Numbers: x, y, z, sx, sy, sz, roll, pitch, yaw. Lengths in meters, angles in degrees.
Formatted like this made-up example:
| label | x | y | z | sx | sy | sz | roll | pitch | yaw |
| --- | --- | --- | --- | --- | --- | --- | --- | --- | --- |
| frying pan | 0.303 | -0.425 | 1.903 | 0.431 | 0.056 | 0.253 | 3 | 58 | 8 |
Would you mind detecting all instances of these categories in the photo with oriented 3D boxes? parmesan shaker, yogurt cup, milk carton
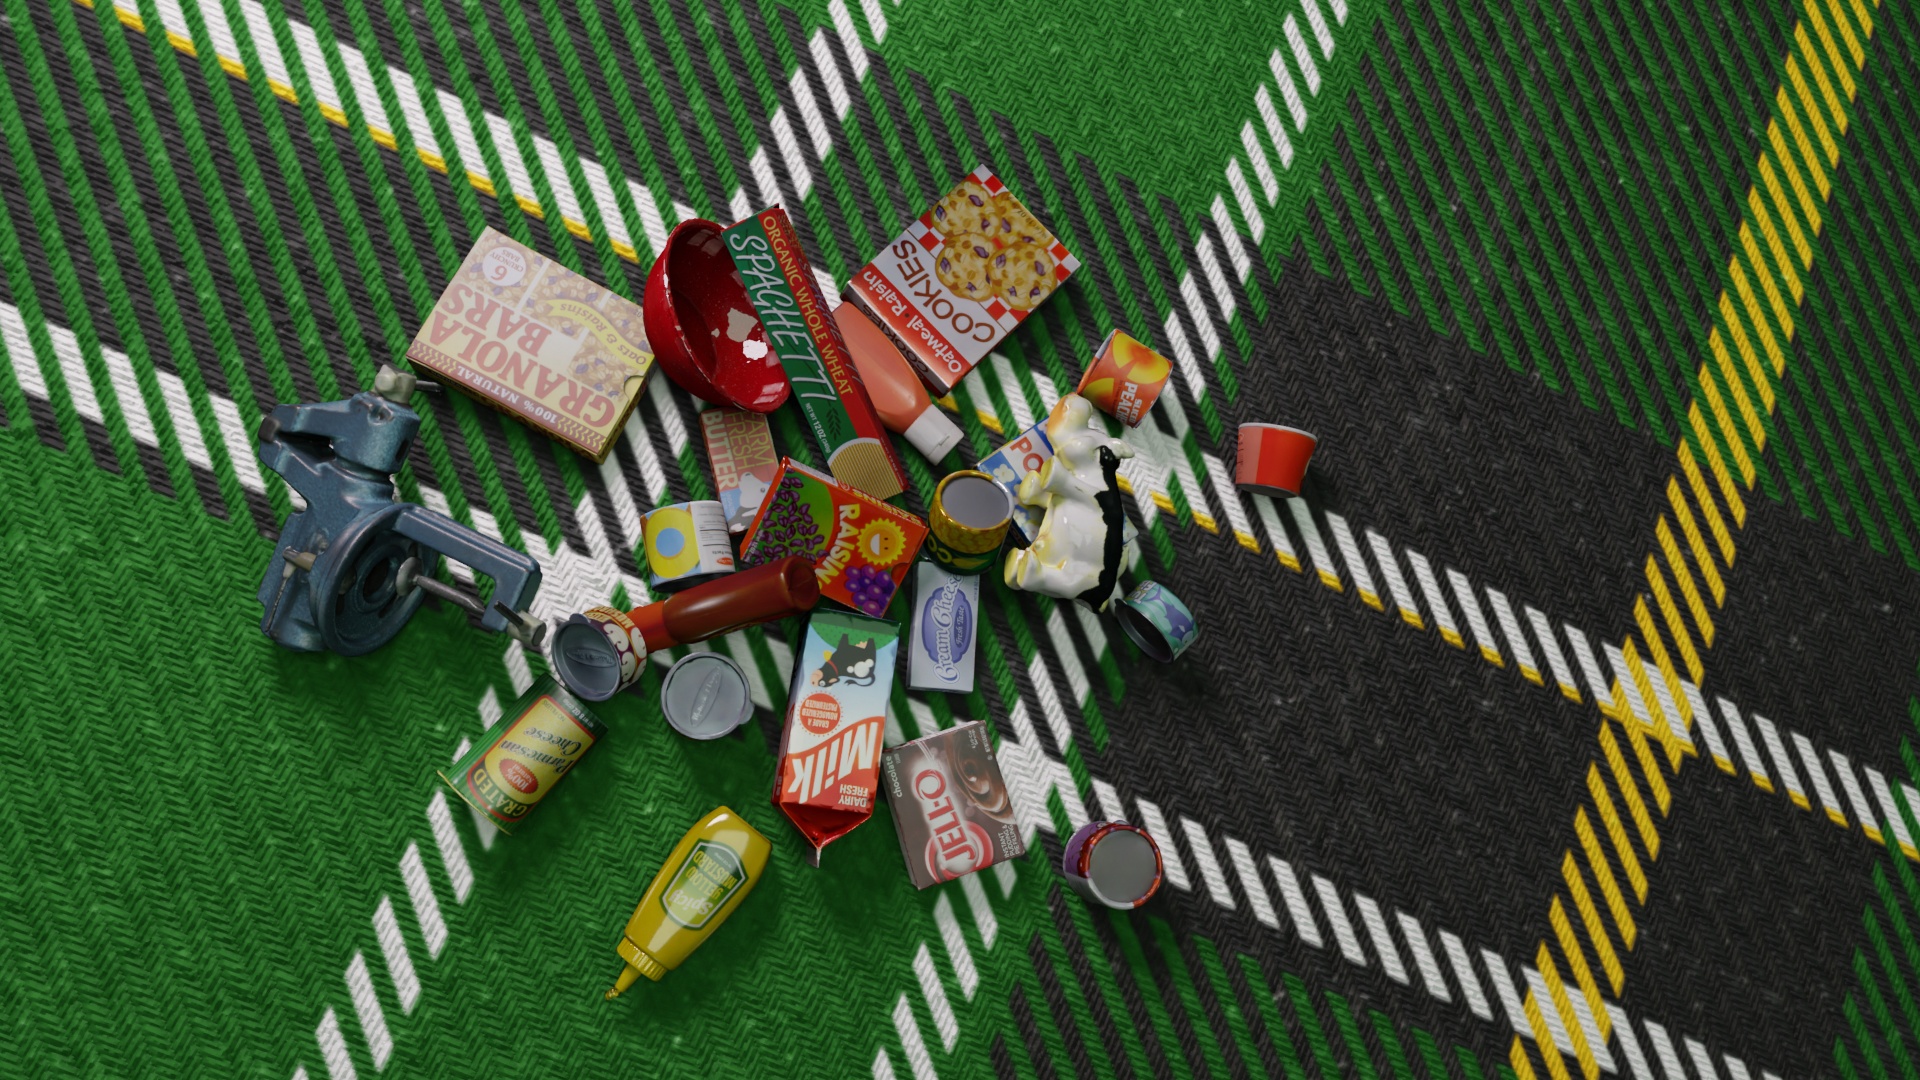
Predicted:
| label | x | y | z | sx | sy | sz | roll | pitch | yaw |
| --- | --- | --- | --- | --- | --- | --- | --- | --- | --- |
| parmesan shaker | -0.321 | 0.154 | 1.023 | 0.071 | 0.071 | 0.103 | 42 | 74 | -2 |
| yogurt cup | 0.270 | -0.068 | 1.200 | 0.072 | 0.072 | 0.054 | 13 | 85 | -10 |
| milk carton | -0.100 | 0.153 | 1.070 | 0.073 | 0.072 | 0.191 | 11 | 78 | -11 |

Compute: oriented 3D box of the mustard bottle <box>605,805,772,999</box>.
| label | x | y | z | sx | sy | sz | roll | pitch | yaw |
| --- | --- | --- | --- | --- | --- | --- | --- | --- | --- |
| mustard bottle | -0.208 | 0.276 | 1.035 | 0.065 | 0.048 | 0.161 | 38 | 74 | -2 |

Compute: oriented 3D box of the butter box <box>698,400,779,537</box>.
| label | x | y | z | sx | sy | sz | roll | pitch | yaw |
| --- | --- | --- | --- | --- | --- | --- | --- | --- | --- |
| butter box | -0.174 | -0.058 | 1.119 | 0.053 | 0.024 | 0.103 | -13 | 83 | -15 |

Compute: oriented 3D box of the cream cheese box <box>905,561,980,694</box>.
| label | x | y | z | sx | sy | sz | roll | pitch | yaw |
| --- | --- | --- | --- | --- | --- | --- | --- | --- | --- |
| cream cheese box | -0.014 | 0.071 | 1.130 | 0.053 | 0.024 | 0.104 | 5 | 78 | -10 |

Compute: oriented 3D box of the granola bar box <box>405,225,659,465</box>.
| label | x | y | z | sx | sy | sz | roll | pitch | yaw |
| --- | --- | --- | --- | --- | --- | --- | --- | --- | --- |
| granola bar box | -0.328 | -0.153 | 1.095 | 0.165 | 0.039 | 0.124 | 27 | 75 | -6 |

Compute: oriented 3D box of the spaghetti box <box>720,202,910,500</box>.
| label | x | y | z | sx | sy | sz | roll | pitch | yaw |
| --- | --- | --- | --- | --- | --- | --- | --- | --- | --- |
| spaghetti box | -0.115 | -0.144 | 1.109 | 0.050 | 0.029 | 0.249 | -22 | 99 | 13 |

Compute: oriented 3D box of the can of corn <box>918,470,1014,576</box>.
| label | x | y | z | sx | sy | sz | roll | pitch | yaw |
| --- | --- | --- | --- | --- | --- | --- | --- | --- | --- |
| can of corn | 0.004 | -0.014 | 1.120 | 0.071 | 0.058 | 0.071 | 7 | 51 | -9 |

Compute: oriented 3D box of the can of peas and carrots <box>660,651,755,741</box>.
| label | x | y | z | sx | sy | sz | roll | pitch | yaw |
| --- | --- | --- | --- | --- | --- | --- | --- | --- | --- |
| can of peas and carrots | -0.194 | 0.121 | 1.063 | 0.071 | 0.058 | 0.071 | 2 | 80 | -13 |

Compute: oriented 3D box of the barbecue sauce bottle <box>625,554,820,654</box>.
| label | x | y | z | sx | sy | sz | roll | pitch | yaw |
| --- | --- | --- | --- | --- | --- | --- | --- | --- | --- |
| barbecue sauce bottle | -0.184 | 0.051 | 1.053 | 0.148 | 0.065 | 0.043 | -17 | 94 | 17 |

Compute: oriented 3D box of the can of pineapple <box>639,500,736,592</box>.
| label | x | y | z | sx | sy | sz | roll | pitch | yaw |
| --- | --- | --- | --- | --- | --- | --- | --- | --- | --- |
| can of pineapple | -0.213 | 0.005 | 1.077 | 0.071 | 0.071 | 0.058 | -10 | 82 | -14 |

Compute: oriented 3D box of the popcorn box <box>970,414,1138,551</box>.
| label | x | y | z | sx | sy | sz | roll | pitch | yaw |
| --- | --- | --- | --- | --- | --- | --- | --- | --- | --- |
| popcorn box | 0.078 | -0.031 | 1.162 | 0.085 | 0.038 | 0.126 | -34 | 88 | -16 |

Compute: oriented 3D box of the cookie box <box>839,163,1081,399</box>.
| label | x | y | z | sx | sy | sz | roll | pitch | yaw |
| --- | --- | --- | --- | --- | --- | --- | --- | --- | --- |
| cookie box | 0.000 | -0.220 | 1.181 | 0.123 | 0.040 | 0.168 | 46 | 73 | -1 |

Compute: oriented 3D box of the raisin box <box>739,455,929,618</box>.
| label | x | y | z | sx | sy | sz | roll | pitch | yaw |
| --- | --- | --- | --- | --- | --- | --- | --- | --- | --- |
| raisin box | -0.100 | -0.002 | 1.093 | 0.123 | 0.040 | 0.086 | 25 | 98 | -17 |

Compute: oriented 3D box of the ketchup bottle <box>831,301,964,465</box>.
| label | x | y | z | sx | sy | sz | roll | pitch | yaw |
| --- | --- | --- | --- | --- | --- | --- | --- | --- | --- |
| ketchup bottle | -0.062 | -0.125 | 1.146 | 0.149 | 0.043 | 0.065 | 44 | 82 | -2 |

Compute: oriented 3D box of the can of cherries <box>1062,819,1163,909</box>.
| label | x | y | z | sx | sy | sz | roll | pitch | yaw |
| --- | --- | --- | --- | --- | --- | --- | --- | --- | --- |
| can of cherries | 0.122 | 0.256 | 1.108 | 0.071 | 0.058 | 0.071 | 2 | 80 | -12 |

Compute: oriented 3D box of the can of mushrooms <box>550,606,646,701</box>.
| label | x | y | z | sx | sy | sz | roll | pitch | yaw |
| --- | --- | --- | --- | --- | --- | --- | --- | --- | --- |
| can of mushrooms | -0.272 | 0.083 | 1.046 | 0.071 | 0.070 | 0.033 | 54 | 33 | 1 |

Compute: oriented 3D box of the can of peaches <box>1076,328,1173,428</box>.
| label | x | y | z | sx | sy | sz | roll | pitch | yaw |
| --- | --- | --- | --- | --- | --- | --- | --- | --- | --- |
| can of peaches | 0.139 | -0.136 | 1.180 | 0.058 | 0.071 | 0.071 | 31 | 75 | -5 |

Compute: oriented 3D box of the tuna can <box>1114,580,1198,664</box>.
| label | x | y | z | sx | sy | sz | roll | pitch | yaw |
| --- | --- | --- | --- | --- | --- | --- | --- | --- | --- |
| tuna can | 0.161 | 0.065 | 1.148 | 0.033 | 0.071 | 0.071 | -41 | 90 | -17 |
